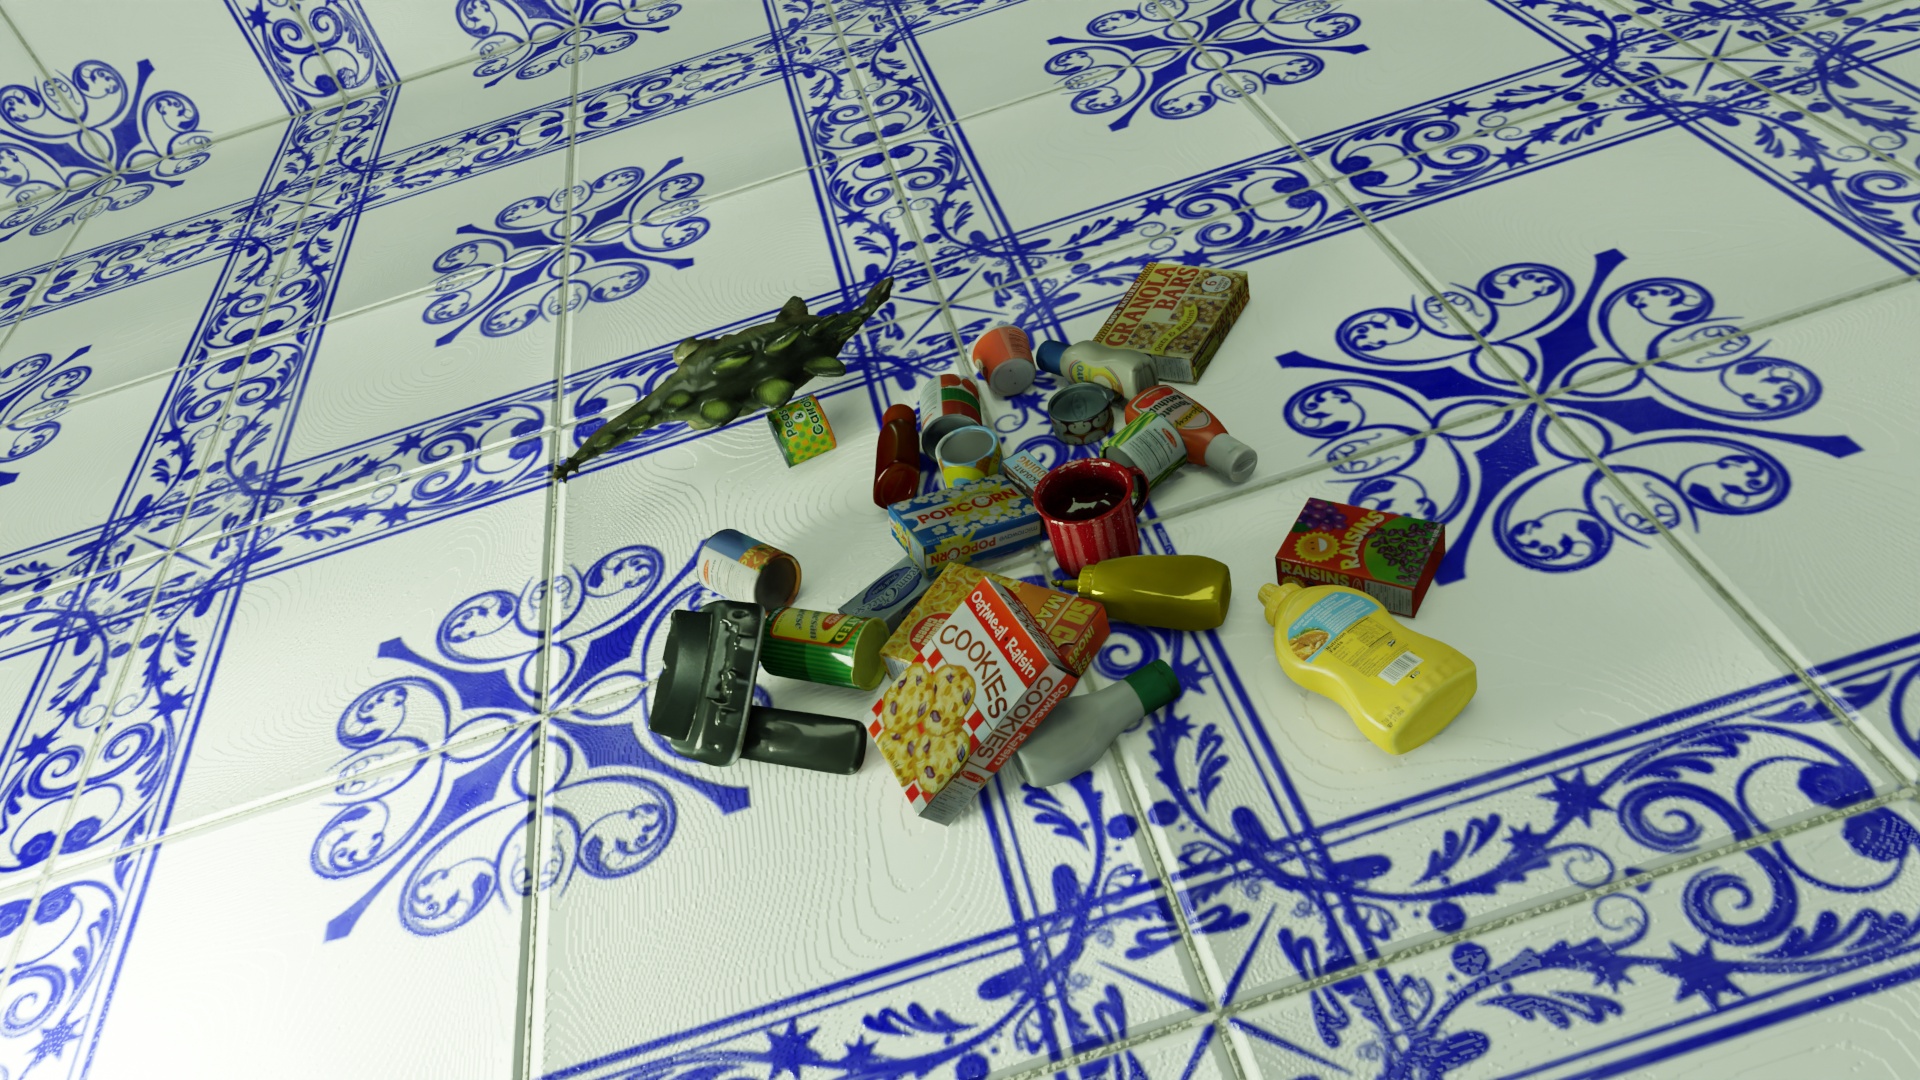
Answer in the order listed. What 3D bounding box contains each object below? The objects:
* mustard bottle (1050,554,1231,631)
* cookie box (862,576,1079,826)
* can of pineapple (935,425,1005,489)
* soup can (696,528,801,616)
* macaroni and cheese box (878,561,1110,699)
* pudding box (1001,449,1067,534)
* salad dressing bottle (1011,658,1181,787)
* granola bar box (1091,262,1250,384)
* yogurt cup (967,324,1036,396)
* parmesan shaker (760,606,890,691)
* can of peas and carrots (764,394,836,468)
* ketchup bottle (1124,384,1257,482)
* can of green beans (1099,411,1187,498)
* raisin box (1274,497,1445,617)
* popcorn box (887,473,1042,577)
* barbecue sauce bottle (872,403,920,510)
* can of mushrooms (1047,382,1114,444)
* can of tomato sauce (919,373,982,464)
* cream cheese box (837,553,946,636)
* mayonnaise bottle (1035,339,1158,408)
[{"bbox_3d":[0.158,0.043,1.235,0.160,0.048,0.066,4,45,24],"label":"mustard bottle"},{"bbox_3d":[0.006,0.130,1.137,0.167,0.040,0.123,-50,41,11],"label":"cookie box"},{"bbox_3d":[0.014,-0.075,1.414,0.071,0.057,0.071,-10,40,9],"label":"can of pineapple"},{"bbox_3d":[-0.206,0.030,1.368,0.084,0.071,0.072,21,53,36],"label":"soup can"},{"bbox_3d":[0.030,0.090,1.234,0.166,0.040,0.124,14,50,32],"label":"macaroni and cheese box"},{"bbox_3d":[0.076,-0.047,1.367,0.030,0.049,0.084,-27,42,-14],"label":"pudding box"},{"bbox_3d":[0.111,0.147,1.139,0.148,0.043,0.064,-28,45,-13],"label":"salad dressing bottle"},{"bbox_3d":[0.233,-0.243,1.540,0.124,0.039,0.166,12,48,30],"label":"granola bar box"},{"bbox_3d":[0.050,-0.197,1.536,0.072,0.072,0.054,-19,48,-2],"label":"yogurt cup"},{"bbox_3d":[-0.125,0.098,1.259,0.103,0.071,0.072,6,45,25],"label":"parmesan shaker"},{"bbox_3d":[-0.175,-0.122,1.525,0.059,0.070,0.071,-25,40,-9],"label":"can of peas and carrots"},{"bbox_3d":[0.232,-0.105,1.381,0.065,0.043,0.149,-29,42,-20],"label":"ketchup bottle"},{"bbox_3d":[0.178,-0.083,1.358,0.058,0.071,0.071,-38,44,-21],"label":"can of green beans"},{"bbox_3d":[0.348,0.013,1.209,0.123,0.040,0.086,14,50,30],"label":"raisin box"},{"bbox_3d":[0.005,-0.017,1.344,0.127,0.038,0.085,-17,36,-20],"label":"popcorn box"},{"bbox_3d":[-0.066,-0.095,1.466,0.044,0.064,0.149,20,31,-14],"label":"barbecue sauce bottle"},{"bbox_3d":[0.129,-0.133,1.458,0.071,0.033,0.071,-10,40,9],"label":"can of mushrooms"},{"bbox_3d":[-0.008,-0.128,1.476,0.071,0.071,0.083,-13,38,6],"label":"can of tomato sauce"},{"bbox_3d":[-0.061,0.054,1.320,0.104,0.024,0.053,-38,45,-23],"label":"cream cheese box"},{"bbox_3d":[0.145,-0.183,1.490,0.041,0.064,0.148,-38,40,-26],"label":"mayonnaise bottle"}]
